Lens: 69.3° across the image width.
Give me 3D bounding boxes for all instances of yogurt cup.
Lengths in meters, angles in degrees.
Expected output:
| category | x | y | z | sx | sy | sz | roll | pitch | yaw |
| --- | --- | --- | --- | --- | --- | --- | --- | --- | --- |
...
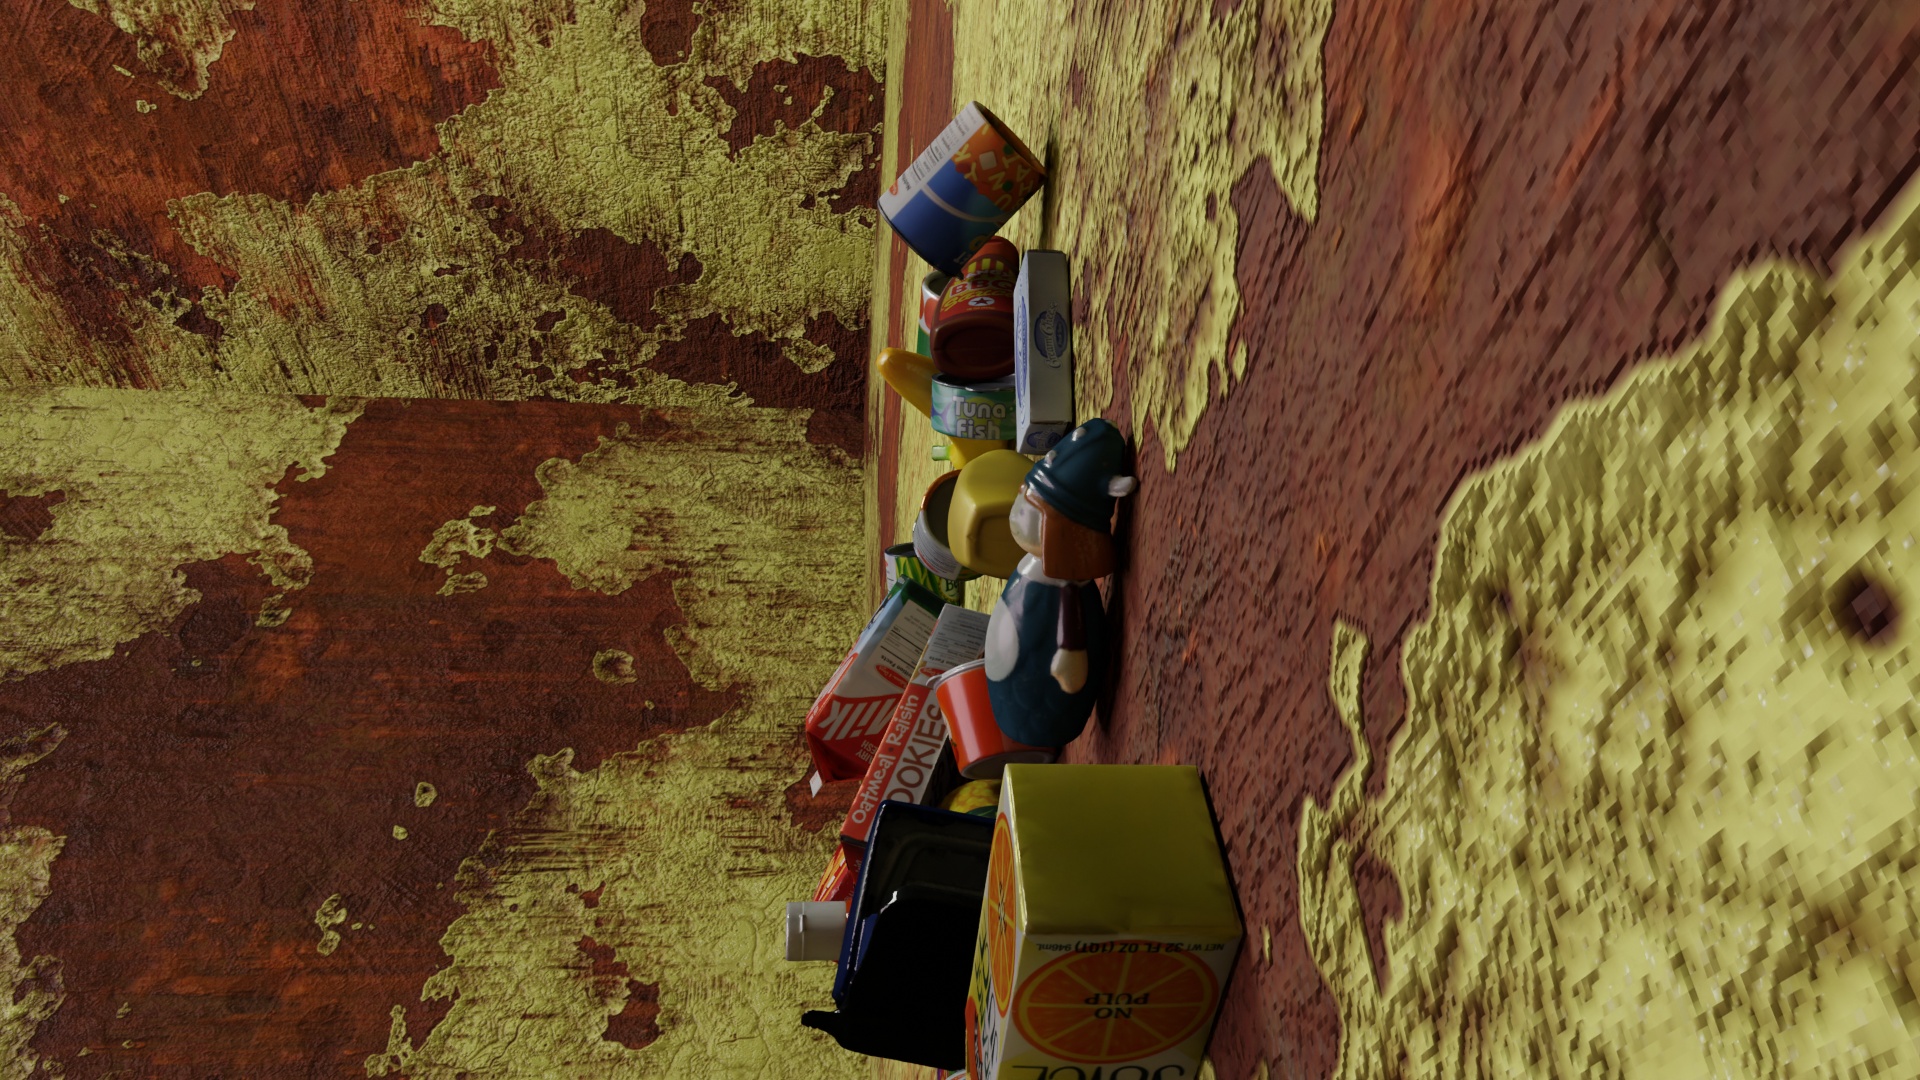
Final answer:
| category | x | y | z | sx | sy | sz | roll | pitch | yaw |
| --- | --- | --- | --- | --- | --- | --- | --- | --- | --- |
| yogurt cup | 0.022 | 0.100 | 0.776 | 0.072 | 0.072 | 0.054 | 104 | 158 | -64 |

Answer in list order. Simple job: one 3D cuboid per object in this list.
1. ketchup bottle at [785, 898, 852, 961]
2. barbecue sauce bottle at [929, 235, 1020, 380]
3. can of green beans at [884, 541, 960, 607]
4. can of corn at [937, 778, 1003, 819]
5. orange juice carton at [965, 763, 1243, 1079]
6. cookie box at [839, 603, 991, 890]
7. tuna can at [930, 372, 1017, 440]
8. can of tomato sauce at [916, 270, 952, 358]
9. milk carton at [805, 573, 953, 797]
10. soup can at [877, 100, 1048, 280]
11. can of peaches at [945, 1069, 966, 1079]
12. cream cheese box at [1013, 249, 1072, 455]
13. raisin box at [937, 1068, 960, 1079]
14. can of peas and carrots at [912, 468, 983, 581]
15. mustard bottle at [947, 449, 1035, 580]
| category | x | y | z | sx | sy | sz | roll | pitch | yaw |
| --- | --- | --- | --- | --- | --- | --- | --- | --- | --- |
| ketchup bottle | -0.037 | 0.249 | 0.888 | 0.043 | 0.149 | 0.065 | 104 | 166 | -57 |
| barbecue sauce bottle | 0.017 | -0.152 | 0.885 | 0.149 | 0.065 | 0.043 | -83 | -12 | -58 |
| can of green beans | -0.034 | 0.035 | 1.262 | 0.071 | 0.071 | 0.057 | -120 | 26 | -78 |
| can of corn | 0.020 | 0.175 | 0.779 | 0.058 | 0.071 | 0.070 | -102 | 14 | -65 |
| orange juice carton | 0.044 | 0.175 | 0.517 | 0.073 | 0.072 | 0.191 | -96 | 10 | -52 |
| cookie box | -0.018 | 0.142 | 0.855 | 0.122 | 0.040 | 0.168 | 83 | -153 | -52 |
| tuna can | 0.015 | -0.084 | 0.858 | 0.071 | 0.071 | 0.032 | -109 | 20 | -72 |
| can of tomato sauce | 0.003 | -0.142 | 0.986 | 0.071 | 0.071 | 0.082 | -98 | 12 | -55 |
| milk carton | -0.069 | 0.126 | 1.146 | 0.190 | 0.073 | 0.072 | -56 | 6 | -4 |
| soup can | 0.004 | -0.210 | 0.839 | 0.083 | 0.071 | 0.072 | -43 | 26 | 19 |
| can of peaches | 0.017 | 0.338 | 0.776 | 0.058 | 0.071 | 0.071 | 153 | 118 | -82 |
| cream cheese box | 0.045 | -0.104 | 0.775 | 0.053 | 0.024 | 0.104 | 107 | 163 | -73 |
| raisin box | 0.008 | 0.359 | 0.958 | 0.086 | 0.040 | 0.122 | -97 | 9 | -47 |
| can of peas and carrots | 0.003 | -0.012 | 0.964 | 0.058 | 0.071 | 0.071 | 113 | 158 | -72 |
| mustard bottle | 0.026 | -0.021 | 0.780 | 0.161 | 0.065 | 0.048 | -90 | 8 | -75 |
